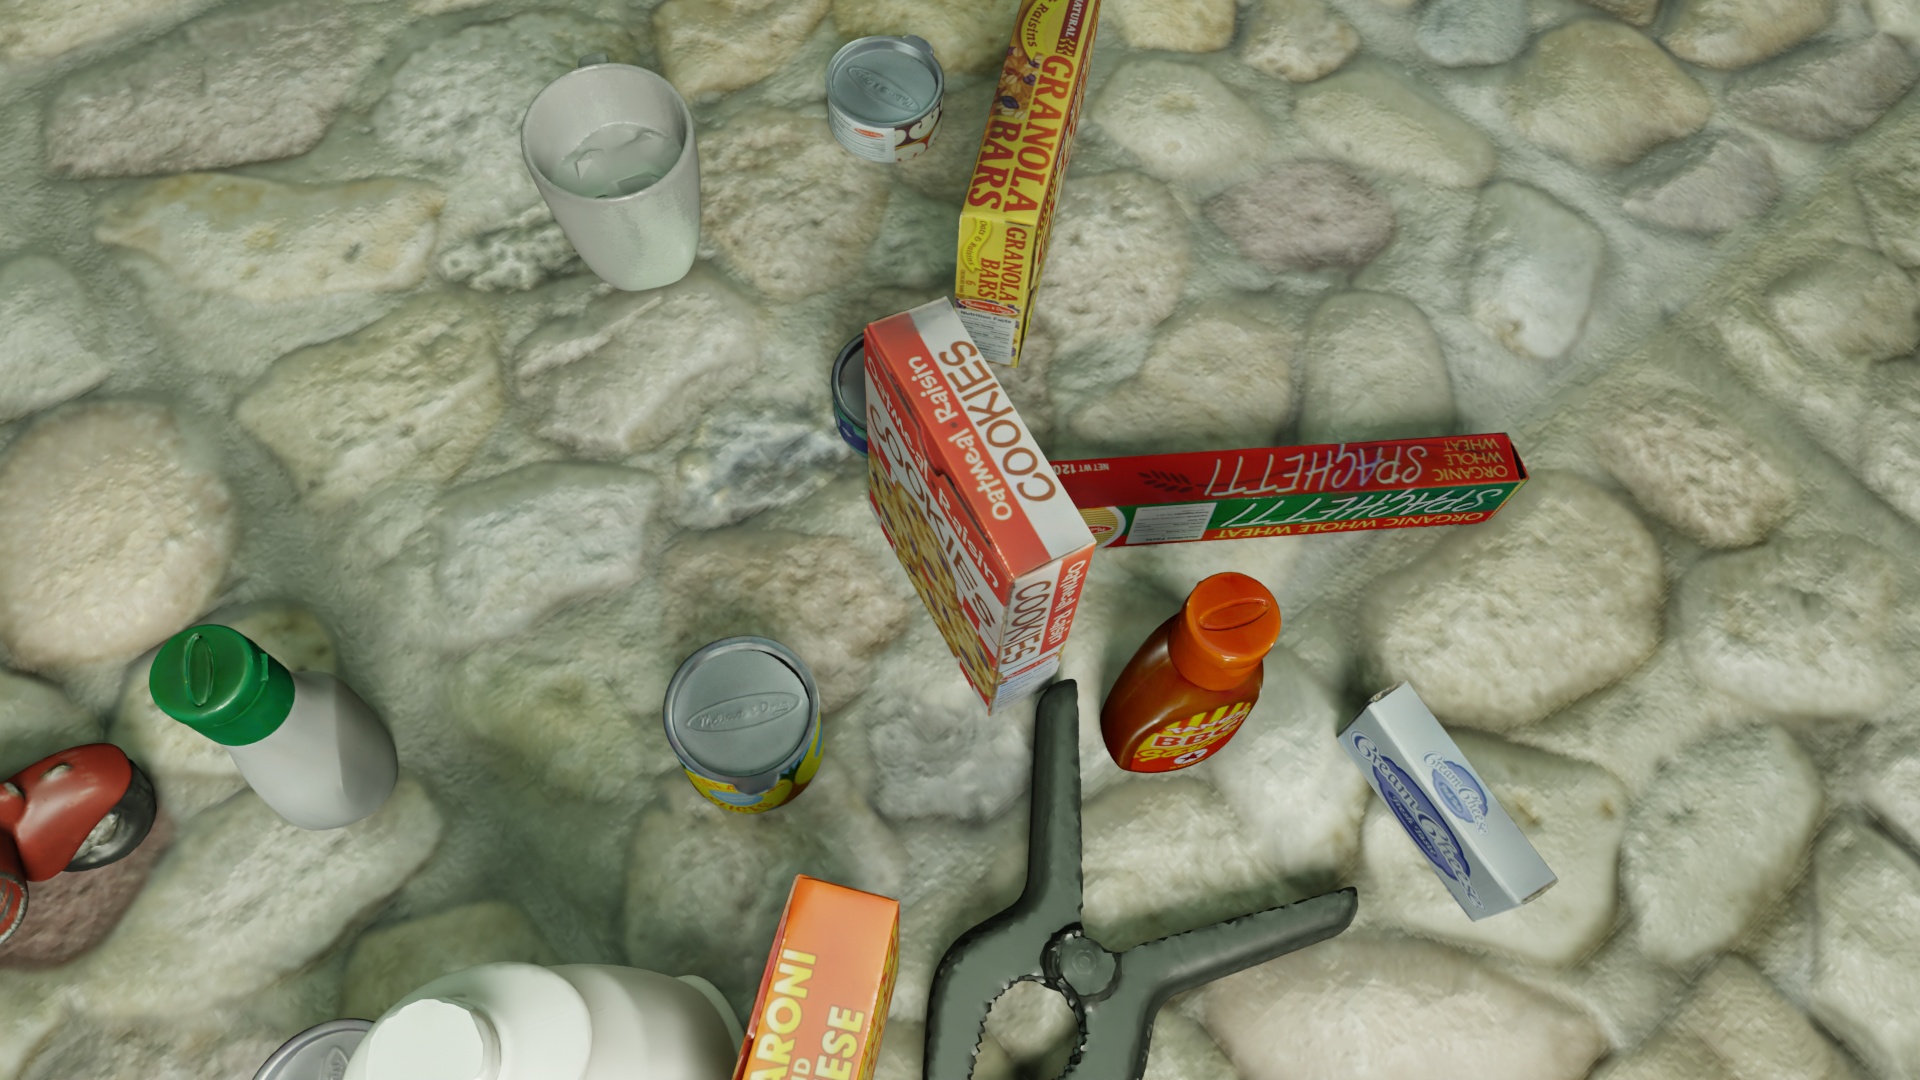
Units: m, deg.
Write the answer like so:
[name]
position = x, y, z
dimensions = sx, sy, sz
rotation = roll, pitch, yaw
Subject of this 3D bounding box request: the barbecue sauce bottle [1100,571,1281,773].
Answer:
[barbecue sauce bottle]
position = 0.099, 0.057, 0.584
dimensions = 0.065, 0.148, 0.044
rotation = -15, 67, -9

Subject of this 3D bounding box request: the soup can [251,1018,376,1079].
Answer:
[soup can]
position = -0.226, 0.221, 0.528
dimensions = 0.071, 0.083, 0.071
rotation = 1, 65, -2

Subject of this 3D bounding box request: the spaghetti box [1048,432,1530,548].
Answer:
[spaghetti box]
position = 0.145, -0.022, 0.678
dimensions = 0.250, 0.050, 0.029
rotation = -4, 66, -5

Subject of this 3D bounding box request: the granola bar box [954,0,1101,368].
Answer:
[granola bar box]
position = 0.034, -0.190, 0.710
dimensions = 0.039, 0.123, 0.166
rotation = 13, 65, 3

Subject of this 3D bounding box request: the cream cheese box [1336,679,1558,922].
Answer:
[cream cheese box]
position = 0.212, 0.116, 0.614
dimensions = 0.024, 0.053, 0.104
rotation = -28, 69, -14

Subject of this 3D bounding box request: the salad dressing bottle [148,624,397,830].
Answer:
[salad dressing bottle]
position = -0.272, 0.075, 0.559
dimensions = 0.044, 0.147, 0.064
rotation = -12, 67, -8

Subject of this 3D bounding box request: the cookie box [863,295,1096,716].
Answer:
[cookie box]
position = 0.002, -0.008, 0.599
dimensions = 0.040, 0.166, 0.123
rotation = -25, 69, -13

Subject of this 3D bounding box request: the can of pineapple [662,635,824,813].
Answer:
[can of pineapple]
position = -0.094, 0.084, 0.612
dimensions = 0.071, 0.057, 0.071
rotation = 1, 65, -2

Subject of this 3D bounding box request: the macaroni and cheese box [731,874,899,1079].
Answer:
[macaroni and cheese box]
position = -0.055, 0.200, 0.501
dimensions = 0.040, 0.165, 0.124
rotation = 12, 65, 3

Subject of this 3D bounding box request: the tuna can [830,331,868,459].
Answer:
[tuna can]
position = -0.030, -0.072, 0.702
dimensions = 0.071, 0.032, 0.071
rotation = 1, 65, -2

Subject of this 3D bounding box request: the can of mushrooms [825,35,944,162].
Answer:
[can of mushrooms]
position = -0.041, -0.250, 0.784
dimensions = 0.071, 0.033, 0.071
rotation = 1, 65, -2
